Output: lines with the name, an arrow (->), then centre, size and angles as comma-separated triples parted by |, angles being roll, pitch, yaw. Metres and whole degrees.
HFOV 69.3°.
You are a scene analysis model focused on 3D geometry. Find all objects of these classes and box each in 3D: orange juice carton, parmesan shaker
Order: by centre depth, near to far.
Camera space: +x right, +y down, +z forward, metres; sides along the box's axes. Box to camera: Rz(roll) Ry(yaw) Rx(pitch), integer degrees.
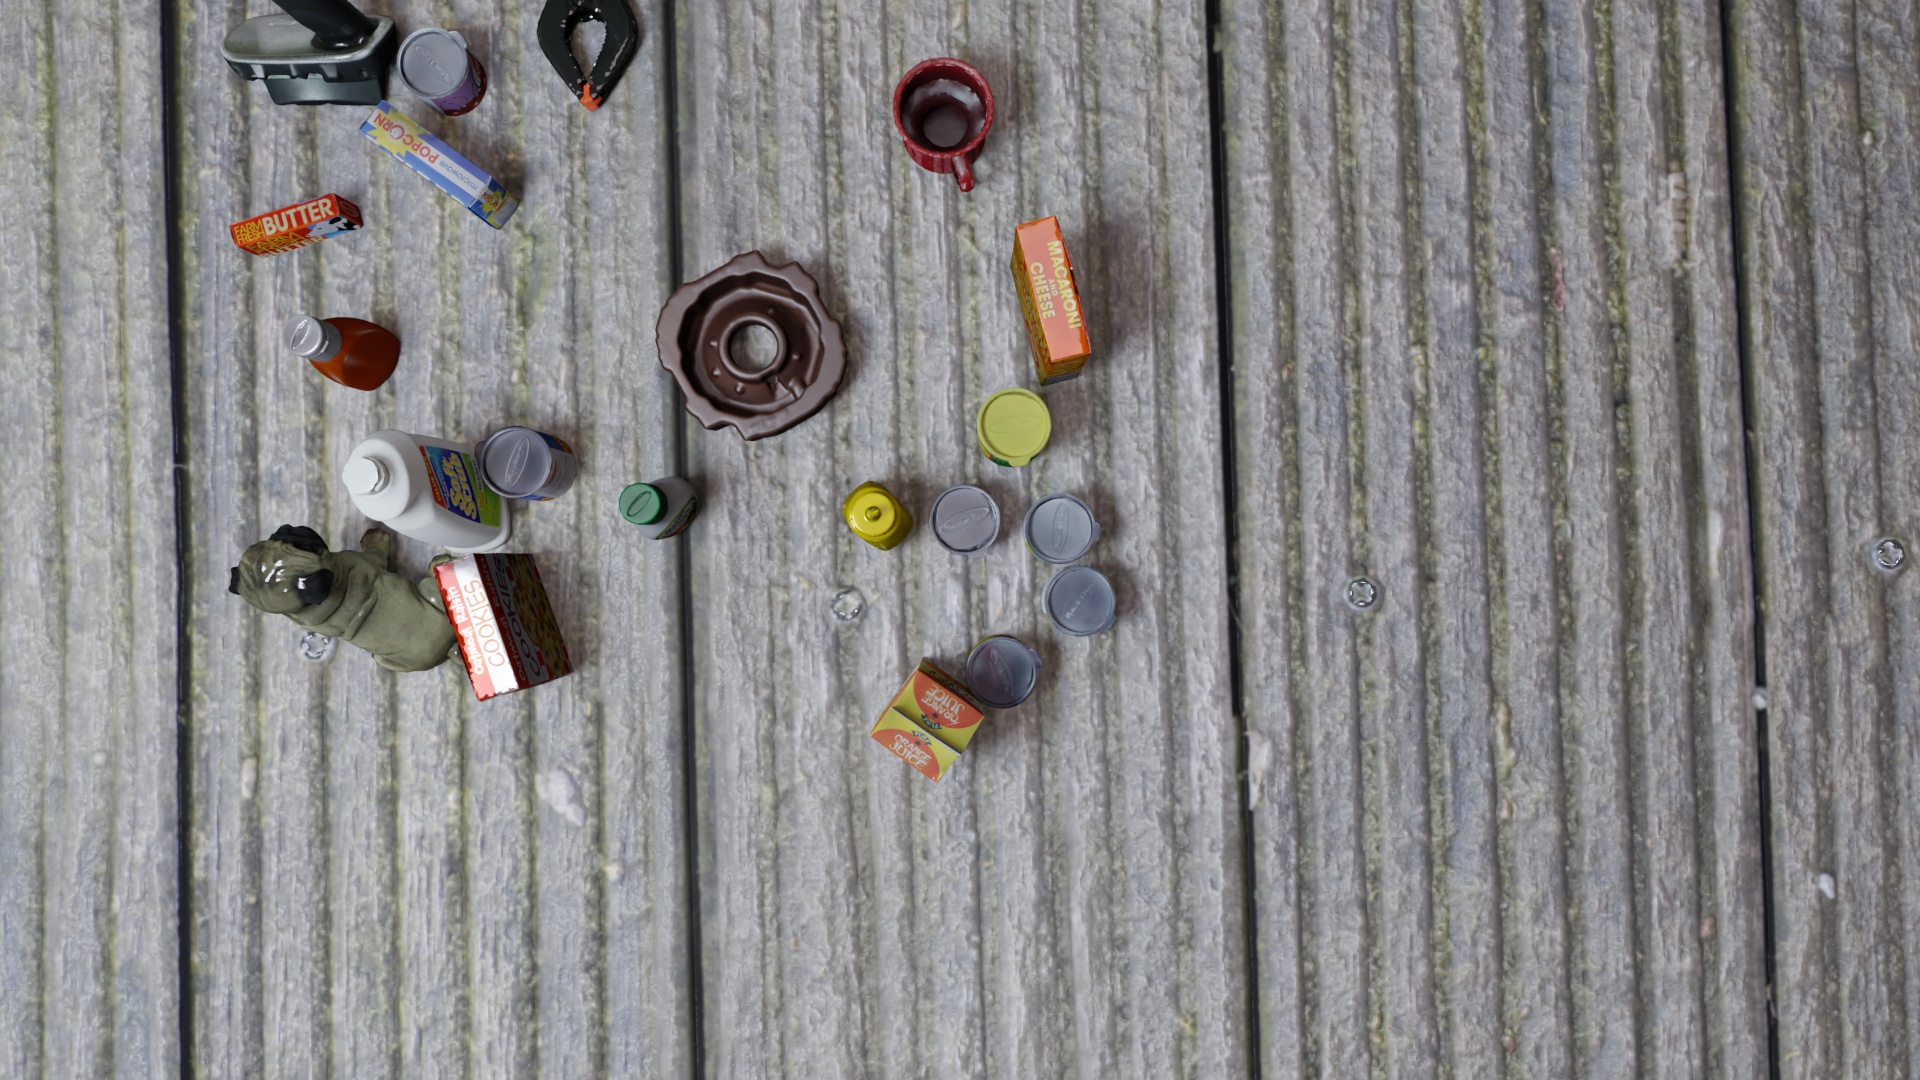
orange juice carton -> -0.028, 0.158, 1.234 | 0.072, 0.192, 0.073 | 36, 89, 0
parmesan shaker -> 0.048, -0.100, 1.286 | 0.071, 0.103, 0.071 | 0, 89, 0

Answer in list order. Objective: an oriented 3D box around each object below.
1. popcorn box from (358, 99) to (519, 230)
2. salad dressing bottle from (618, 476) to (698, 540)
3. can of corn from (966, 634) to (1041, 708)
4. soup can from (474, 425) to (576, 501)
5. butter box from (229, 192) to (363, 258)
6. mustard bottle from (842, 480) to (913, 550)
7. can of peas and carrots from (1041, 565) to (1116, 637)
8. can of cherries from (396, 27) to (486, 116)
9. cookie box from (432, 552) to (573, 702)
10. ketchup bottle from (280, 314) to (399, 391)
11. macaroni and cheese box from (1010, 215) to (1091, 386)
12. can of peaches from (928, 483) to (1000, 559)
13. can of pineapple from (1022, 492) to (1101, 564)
popcorn box -> -0.485, -0.349, 1.299 | 0.127, 0.085, 0.038 | 35, 89, 1
salad dressing bottle -> -0.276, -0.031, 1.260 | 0.044, 0.147, 0.064 | 43, 89, 0
can of corn -> 0.041, 0.121, 1.303 | 0.071, 0.058, 0.071 | 0, 89, 0
soup can -> -0.404, -0.071, 1.293 | 0.071, 0.084, 0.071 | 0, 89, 0
butter box -> -0.627, -0.297, 1.313 | 0.103, 0.053, 0.024 | -18, 89, -1
mustard bottle -> -0.078, -0.023, 1.255 | 0.065, 0.160, 0.049 | 44, 89, 1
can of peas and carrots -> 0.112, 0.058, 1.304 | 0.071, 0.058, 0.071 | 0, 89, 0
can of cherries -> -0.488, -0.444, 1.315 | 0.071, 0.058, 0.071 | 0, 89, 0
cookie box -> -0.408, 0.075, 1.247 | 0.040, 0.167, 0.123 | -20, 89, 0
ketchup bottle -> -0.563, -0.175, 1.262 | 0.043, 0.149, 0.064 | 28, 89, 0
macaroni and cheese box -> 0.080, -0.213, 1.257 | 0.040, 0.166, 0.123 | -15, 89, 0
can of peaches -> 0.005, -0.016, 1.306 | 0.071, 0.058, 0.071 | 0, 89, 0
can of pineapple -> 0.093, -0.010, 1.306 | 0.071, 0.058, 0.071 | 0, 89, 0
